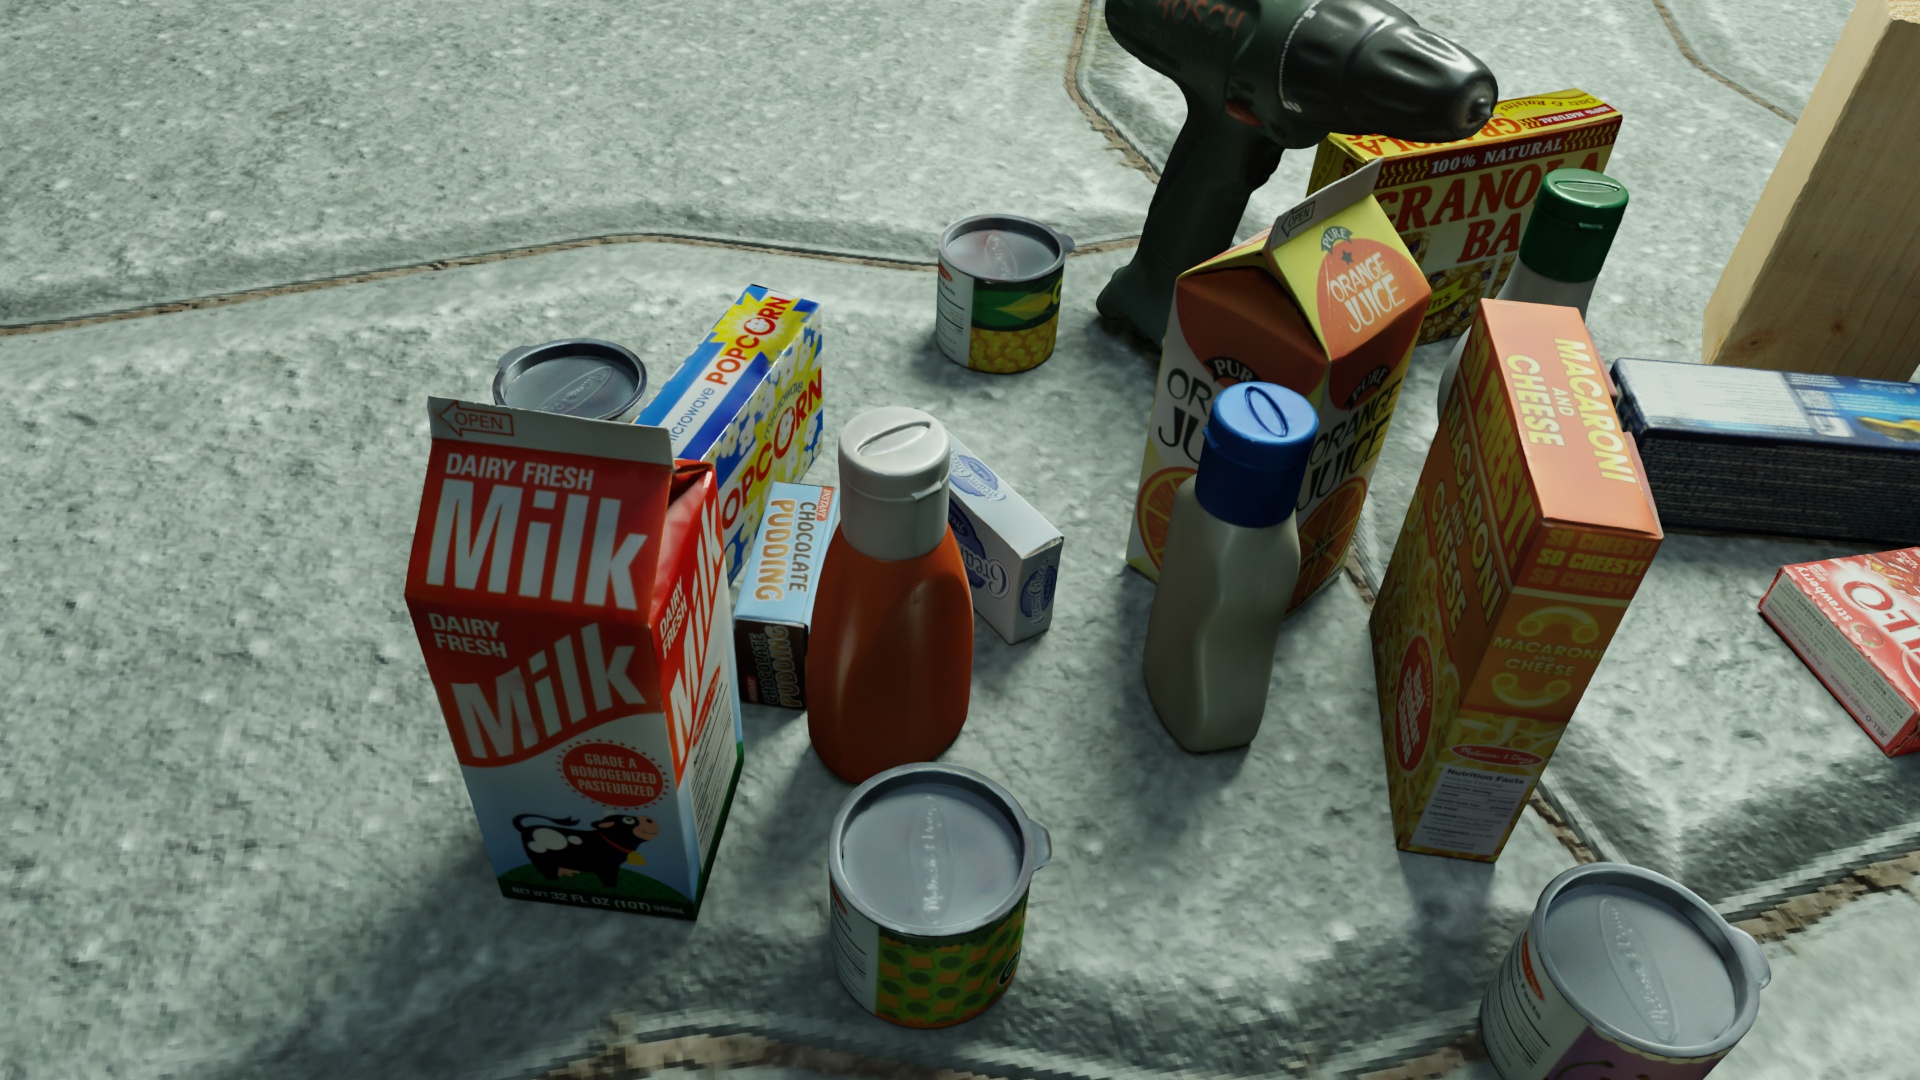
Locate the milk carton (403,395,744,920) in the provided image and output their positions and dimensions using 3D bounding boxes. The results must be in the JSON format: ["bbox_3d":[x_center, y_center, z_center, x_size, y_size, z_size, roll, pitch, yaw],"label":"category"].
[{"bbox_3d":[-0.117,0.035,0.442,0.072,0.189,0.074,7,43,3],"label":"milk carton"}]

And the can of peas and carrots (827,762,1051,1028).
[{"bbox_3d":[-0.008,0.117,0.458,0.071,0.058,0.071,2,43,-2],"label":"can of peas and carrots"}]

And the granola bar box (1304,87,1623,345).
[{"bbox_3d":[0.256,-0.165,0.737,0.166,0.123,0.039,-15,46,-19],"label":"granola bar box"}]

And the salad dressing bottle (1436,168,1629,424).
[{"bbox_3d":[0.268,-0.099,0.649,0.064,0.146,0.044,5,43,1],"label":"salad dressing bottle"}]

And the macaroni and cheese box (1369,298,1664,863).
[{"bbox_3d":[0.192,0.016,0.504,0.040,0.165,0.124,7,43,3],"label":"macaroni and cheese box"}]

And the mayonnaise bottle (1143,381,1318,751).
[{"bbox_3d":[0.100,0.011,0.516,0.041,0.147,0.065,-7,44,-11],"label":"mayonnaise bottle"}]

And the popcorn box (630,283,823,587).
[{"bbox_3d":[-0.100,-0.041,0.603,0.038,0.084,0.127,15,44,12],"label":"popcorn box"}]

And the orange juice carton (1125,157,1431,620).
[{"bbox_3d":[0.127,-0.057,0.559,0.072,0.191,0.073,-32,54,-33],"label":"orange juice carton"}]

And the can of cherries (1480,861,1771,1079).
[{"bbox_3d":[0.210,0.147,0.442,0.071,0.058,0.072,2,43,-2],"label":"can of cherries"}]

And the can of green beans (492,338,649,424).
[{"bbox_3d":[-0.172,-0.049,0.626,0.071,0.057,0.071,2,43,-2],"label":"can of green beans"}]

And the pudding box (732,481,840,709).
[{"bbox_3d":[-0.069,0.021,0.564,0.030,0.049,0.084,6,43,2],"label":"pudding box"}]

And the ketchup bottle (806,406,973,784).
[{"bbox_3d":[-0.024,0.022,0.494,0.065,0.148,0.043,-25,50,-28],"label":"ketchup bottle"}]

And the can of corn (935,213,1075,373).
[{"bbox_3d":[0.023,-0.130,0.729,0.071,0.058,0.071,2,43,-2],"label":"can of corn"}]

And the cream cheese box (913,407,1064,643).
[{"bbox_3d":[0.002,-0.007,0.598,0.024,0.053,0.104,-25,50,-27],"label":"cream cheese box"}]
